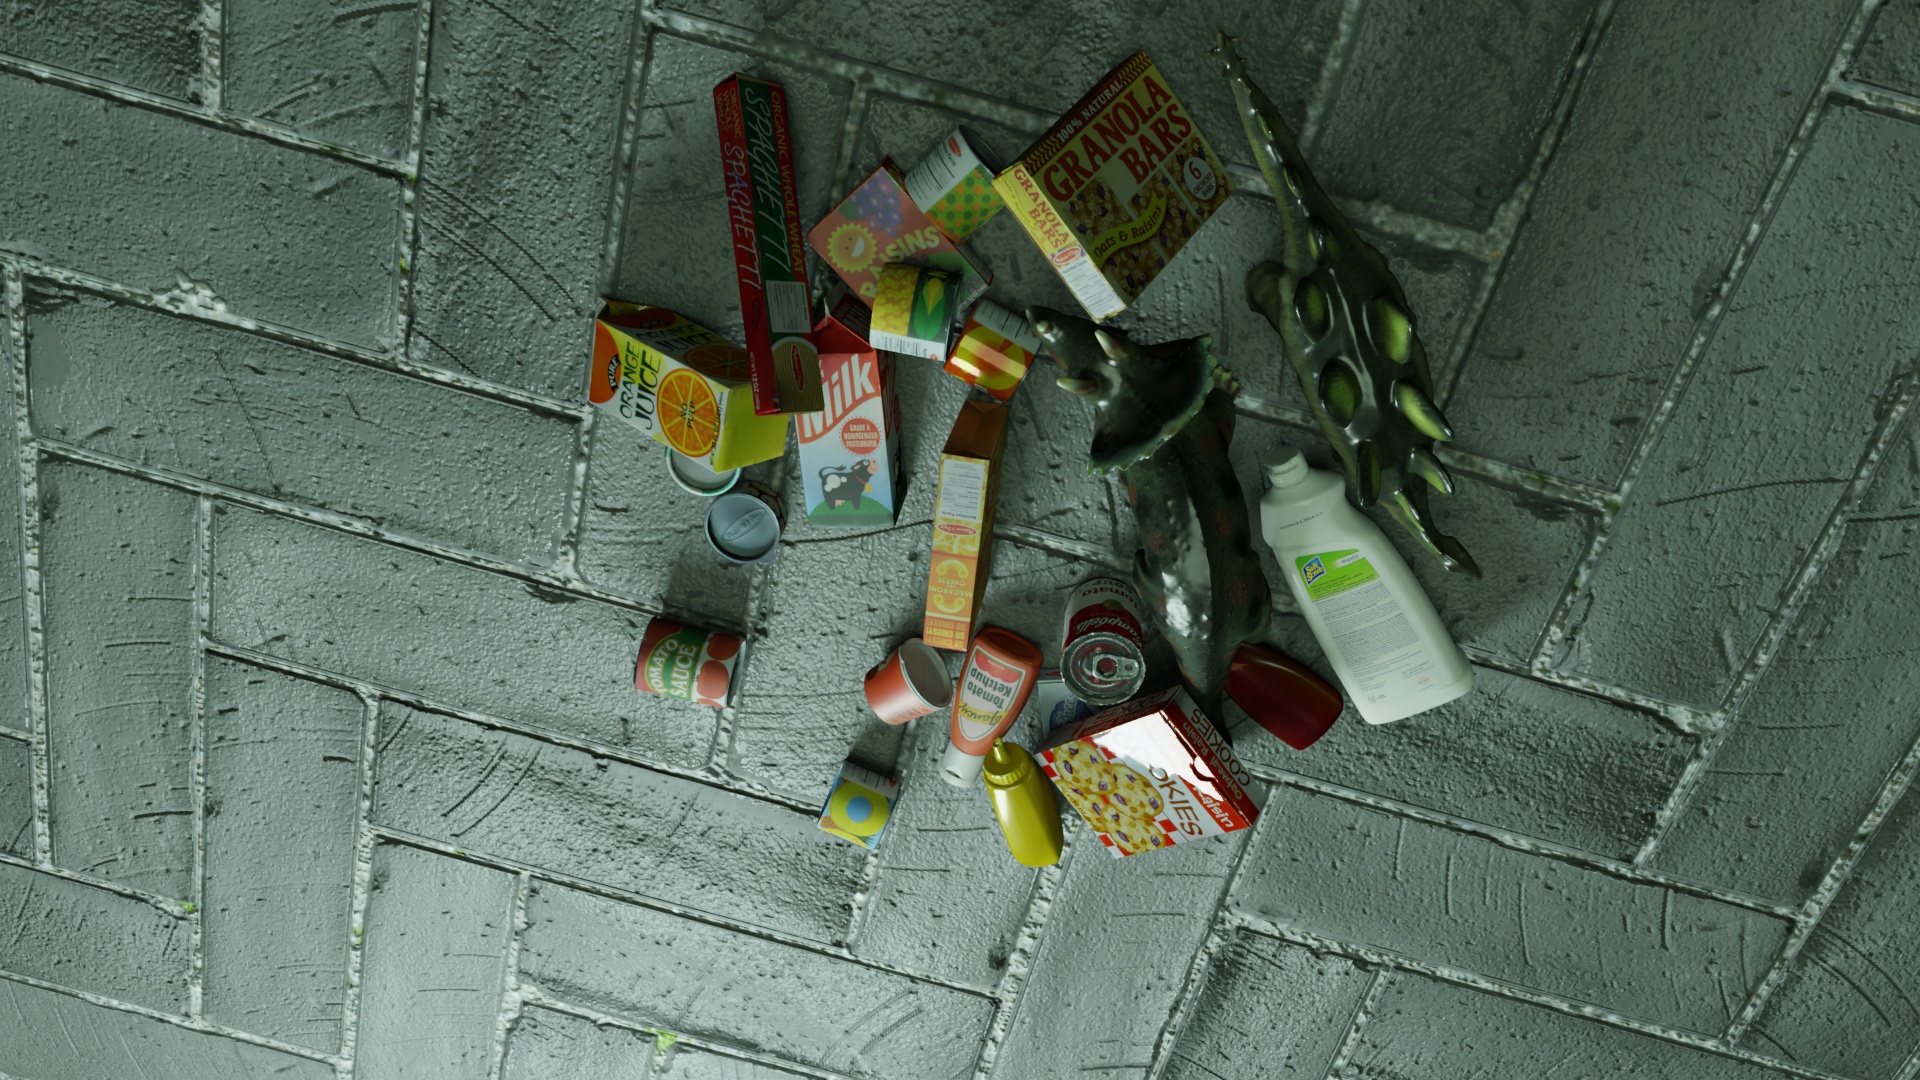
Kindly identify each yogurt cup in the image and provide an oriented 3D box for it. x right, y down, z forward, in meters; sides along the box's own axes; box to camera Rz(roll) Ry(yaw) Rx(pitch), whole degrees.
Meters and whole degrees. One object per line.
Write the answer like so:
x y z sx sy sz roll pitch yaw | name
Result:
-0.047 0.127 1.219 0.053 0.073 0.072 -31 108 27 | yogurt cup

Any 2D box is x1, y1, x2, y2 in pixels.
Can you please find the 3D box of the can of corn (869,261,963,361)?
-0.033 -0.173 1.036 0.058 0.071 0.070 11 115 1 | can of corn

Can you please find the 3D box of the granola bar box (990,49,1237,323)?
0.111 -0.251 0.980 0.124 0.166 0.039 51 146 -15 | granola bar box

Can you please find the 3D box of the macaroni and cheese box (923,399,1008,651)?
0.004 -0.014 1.115 0.040 0.124 0.165 9 115 5 | macaroni and cheese box

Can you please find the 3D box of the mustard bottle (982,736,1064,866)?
0.052 0.224 1.234 0.049 0.066 0.159 -11 129 14 | mustard bottle

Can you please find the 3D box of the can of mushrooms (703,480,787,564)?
-0.182 -0.014 1.186 0.071 0.033 0.070 2 114 5 | can of mushrooms

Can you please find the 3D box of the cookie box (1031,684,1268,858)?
0.156 0.198 1.162 0.123 0.040 0.167 52 139 -8 | cookie box

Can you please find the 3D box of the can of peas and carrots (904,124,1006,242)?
0.003 -0.264 1.035 0.058 0.071 0.071 -39 105 21 | can of peas and carrots

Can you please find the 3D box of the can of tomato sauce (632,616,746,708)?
-0.239 0.109 1.227 0.083 0.071 0.071 13 115 0 | can of tomato sauce

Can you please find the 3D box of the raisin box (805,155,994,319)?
-0.046 -0.220 1.074 0.086 0.040 0.123 -38 106 21 | raisin box

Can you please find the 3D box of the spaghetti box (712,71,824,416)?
-0.141 -0.216 1.029 0.028 0.050 0.250 -7 91 38 | spaghetti box

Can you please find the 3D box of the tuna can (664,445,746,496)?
-0.210 -0.074 1.162 0.071 0.033 0.070 3 115 6 | tuna can

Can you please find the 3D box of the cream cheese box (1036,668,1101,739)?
0.100 0.163 1.240 0.053 0.024 0.103 -4 114 10 | cream cheese box

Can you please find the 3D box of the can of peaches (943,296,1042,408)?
0.025 -0.146 1.084 0.058 0.071 0.071 29 114 -7 | can of peaches

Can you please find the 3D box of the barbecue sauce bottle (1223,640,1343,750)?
0.253 0.116 1.191 0.148 0.044 0.064 35 112 -9 | barbecue sauce bottle

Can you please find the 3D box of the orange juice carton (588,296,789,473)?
-0.227 -0.128 1.094 0.193 0.073 0.071 28 120 28 | orange juice carton

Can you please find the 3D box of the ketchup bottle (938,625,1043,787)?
0.021 0.151 1.231 0.065 0.044 0.148 28 116 14 | ketchup bottle

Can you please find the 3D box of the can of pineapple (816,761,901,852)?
-0.094 0.245 1.274 0.058 0.071 0.070 23 115 -3 | can of pineapple

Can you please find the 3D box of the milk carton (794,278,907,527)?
-0.090 -0.110 1.110 0.073 0.073 0.189 -1 114 8 | milk carton
